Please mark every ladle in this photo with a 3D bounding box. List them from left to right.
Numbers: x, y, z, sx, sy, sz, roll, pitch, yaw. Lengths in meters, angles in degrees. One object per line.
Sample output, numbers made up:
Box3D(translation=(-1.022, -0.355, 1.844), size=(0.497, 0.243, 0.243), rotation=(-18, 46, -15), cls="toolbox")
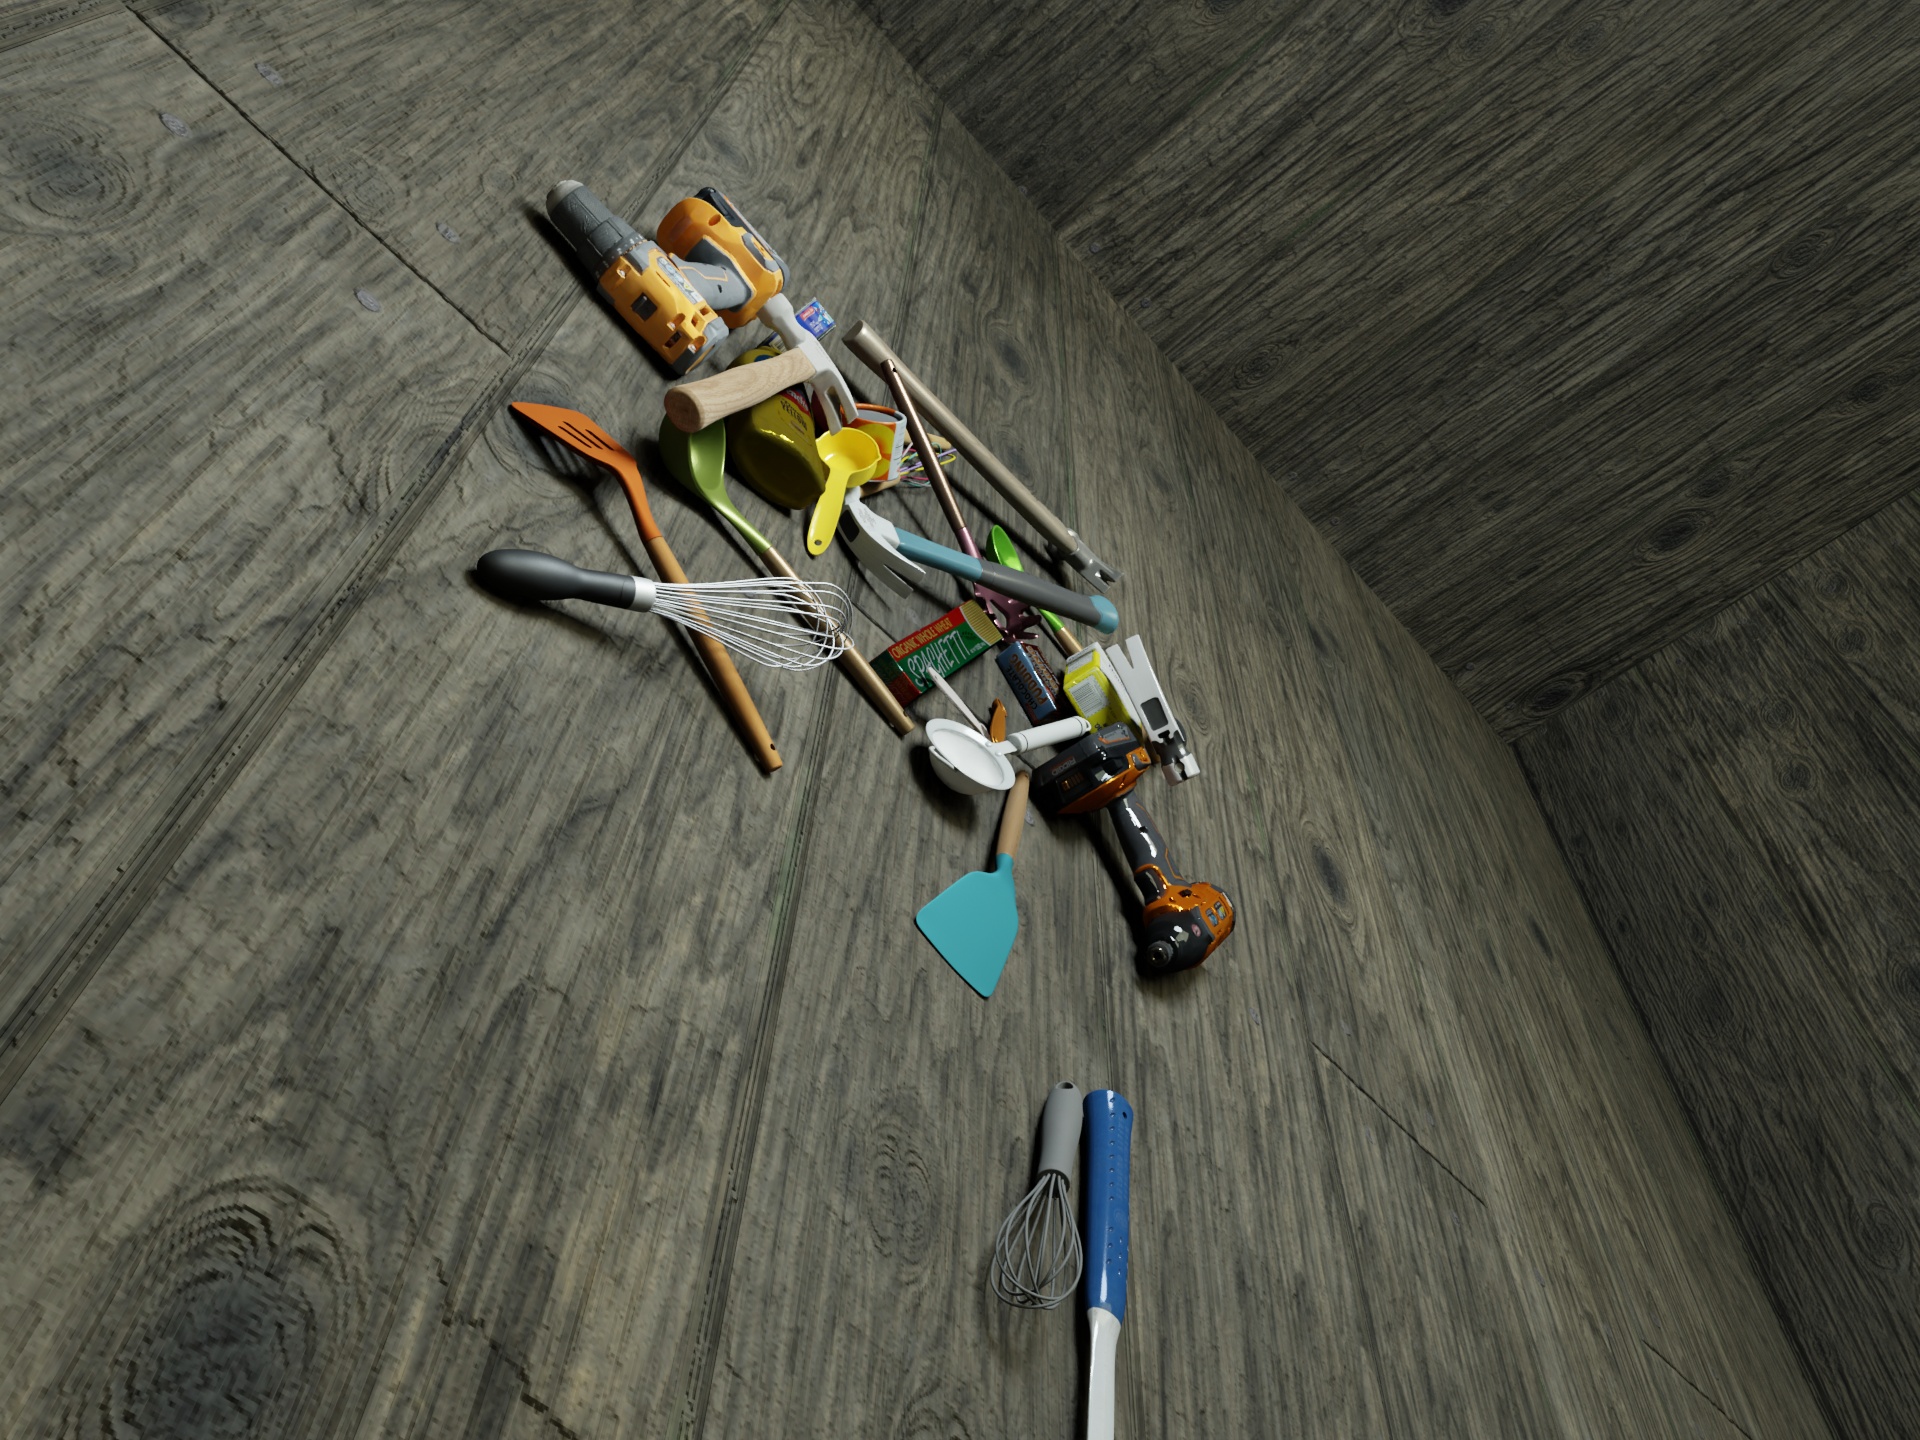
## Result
Box3D(translation=(-0.130, -0.121, 1.270), size=(0.320, 0.062, 0.078), rotation=(52, 23, -9), cls="ladle")
Box3D(translation=(-0.077, -0.304, 1.669), size=(0.069, 0.031, 0.315), rotation=(57, 21, 10), cls="ladle")

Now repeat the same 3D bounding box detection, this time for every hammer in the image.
Box3D(translation=(-0.163, -0.274, 1.294), size=(0.130, 0.031, 0.331), rotation=(51, 22, -8), cls="hammer")
Box3D(translation=(0.025, -0.285, 1.742), size=(0.410, 0.038, 0.146), rotation=(40, 5, -32), cls="hammer")
Box3D(translation=(0.024, -0.142, 1.527), size=(0.330, 0.033, 0.128), rotation=(16, 37, -37), cls="hammer")
Box3D(translation=(0.092, 0.385, 0.986), size=(0.144, 0.035, 0.406), rotation=(45, 24, -17), cls="hammer")
Box3D(translation=(0.207, -0.002, 1.642), size=(0.146, 0.035, 0.334), rotation=(66, 8, 7), cls="hammer")

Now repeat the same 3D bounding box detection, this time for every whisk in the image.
Box3D(translation=(-0.187, -0.080, 1.060), size=(0.284, 0.070, 0.070), rotation=(9, 47, -41), cls="whisk")
Box3D(translation=(-0.065, -0.250, 1.606), size=(0.047, 0.051, 0.245), rotation=(34, 26, 9), cls="whisk")
Box3D(translation=(0.057, 0.301, 1.035), size=(0.055, 0.055, 0.239), rotation=(50, 18, -8), cls="whisk")

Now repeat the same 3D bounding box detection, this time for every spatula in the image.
Box3D(translation=(-0.213, -0.101, 1.128), size=(0.323, 0.041, 0.081), rotation=(61, 24, 8), cls="spatula")
Box3D(translation=(0.028, 0.108, 1.284), size=(0.082, 0.044, 0.318), rotation=(48, 19, -10), cls="spatula")

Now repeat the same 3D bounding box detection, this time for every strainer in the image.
Box3D(translation=(0.043, 0.024, 1.356), size=(0.087, 0.050, 0.258), rotation=(45, 31, 21), cls="strainer")

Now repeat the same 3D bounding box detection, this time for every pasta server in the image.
Box3D(translation=(-0.006, -0.218, 1.591), size=(0.060, 0.040, 0.316), rotation=(-24, 90, -42), cls="pasta server")

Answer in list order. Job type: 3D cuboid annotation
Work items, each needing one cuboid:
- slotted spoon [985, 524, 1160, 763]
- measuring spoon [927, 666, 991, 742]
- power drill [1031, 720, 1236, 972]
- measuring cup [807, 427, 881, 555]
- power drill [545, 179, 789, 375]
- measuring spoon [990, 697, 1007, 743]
Box3D(translation=(0.121, -0.077, 1.719), size=(0.313, 0.031, 0.070), rotation=(52, 23, -7), cls="slotted spoon")
Box3D(translation=(-0.002, -0.004, 1.361), size=(0.124, 0.018, 0.034), rotation=(51, 14, -42), cls="measuring spoon")
Box3D(translation=(0.159, 0.121, 1.440), size=(0.226, 0.084, 0.164), rotation=(59, 24, 5), cls="power drill")
Box3D(translation=(-0.113, -0.198, 1.420), size=(0.062, 0.029, 0.157), rotation=(14, 55, -1), cls="measuring cup")
Box3D(translation=(-0.260, -0.413, 1.419), size=(0.185, 0.084, 0.226), rotation=(47, 28, -10), cls="power drill")
Box3D(translation=(0.031, 0.005, 1.430), size=(0.021, 0.011, 0.117), rotation=(61, 13, -14), cls="measuring spoon")
